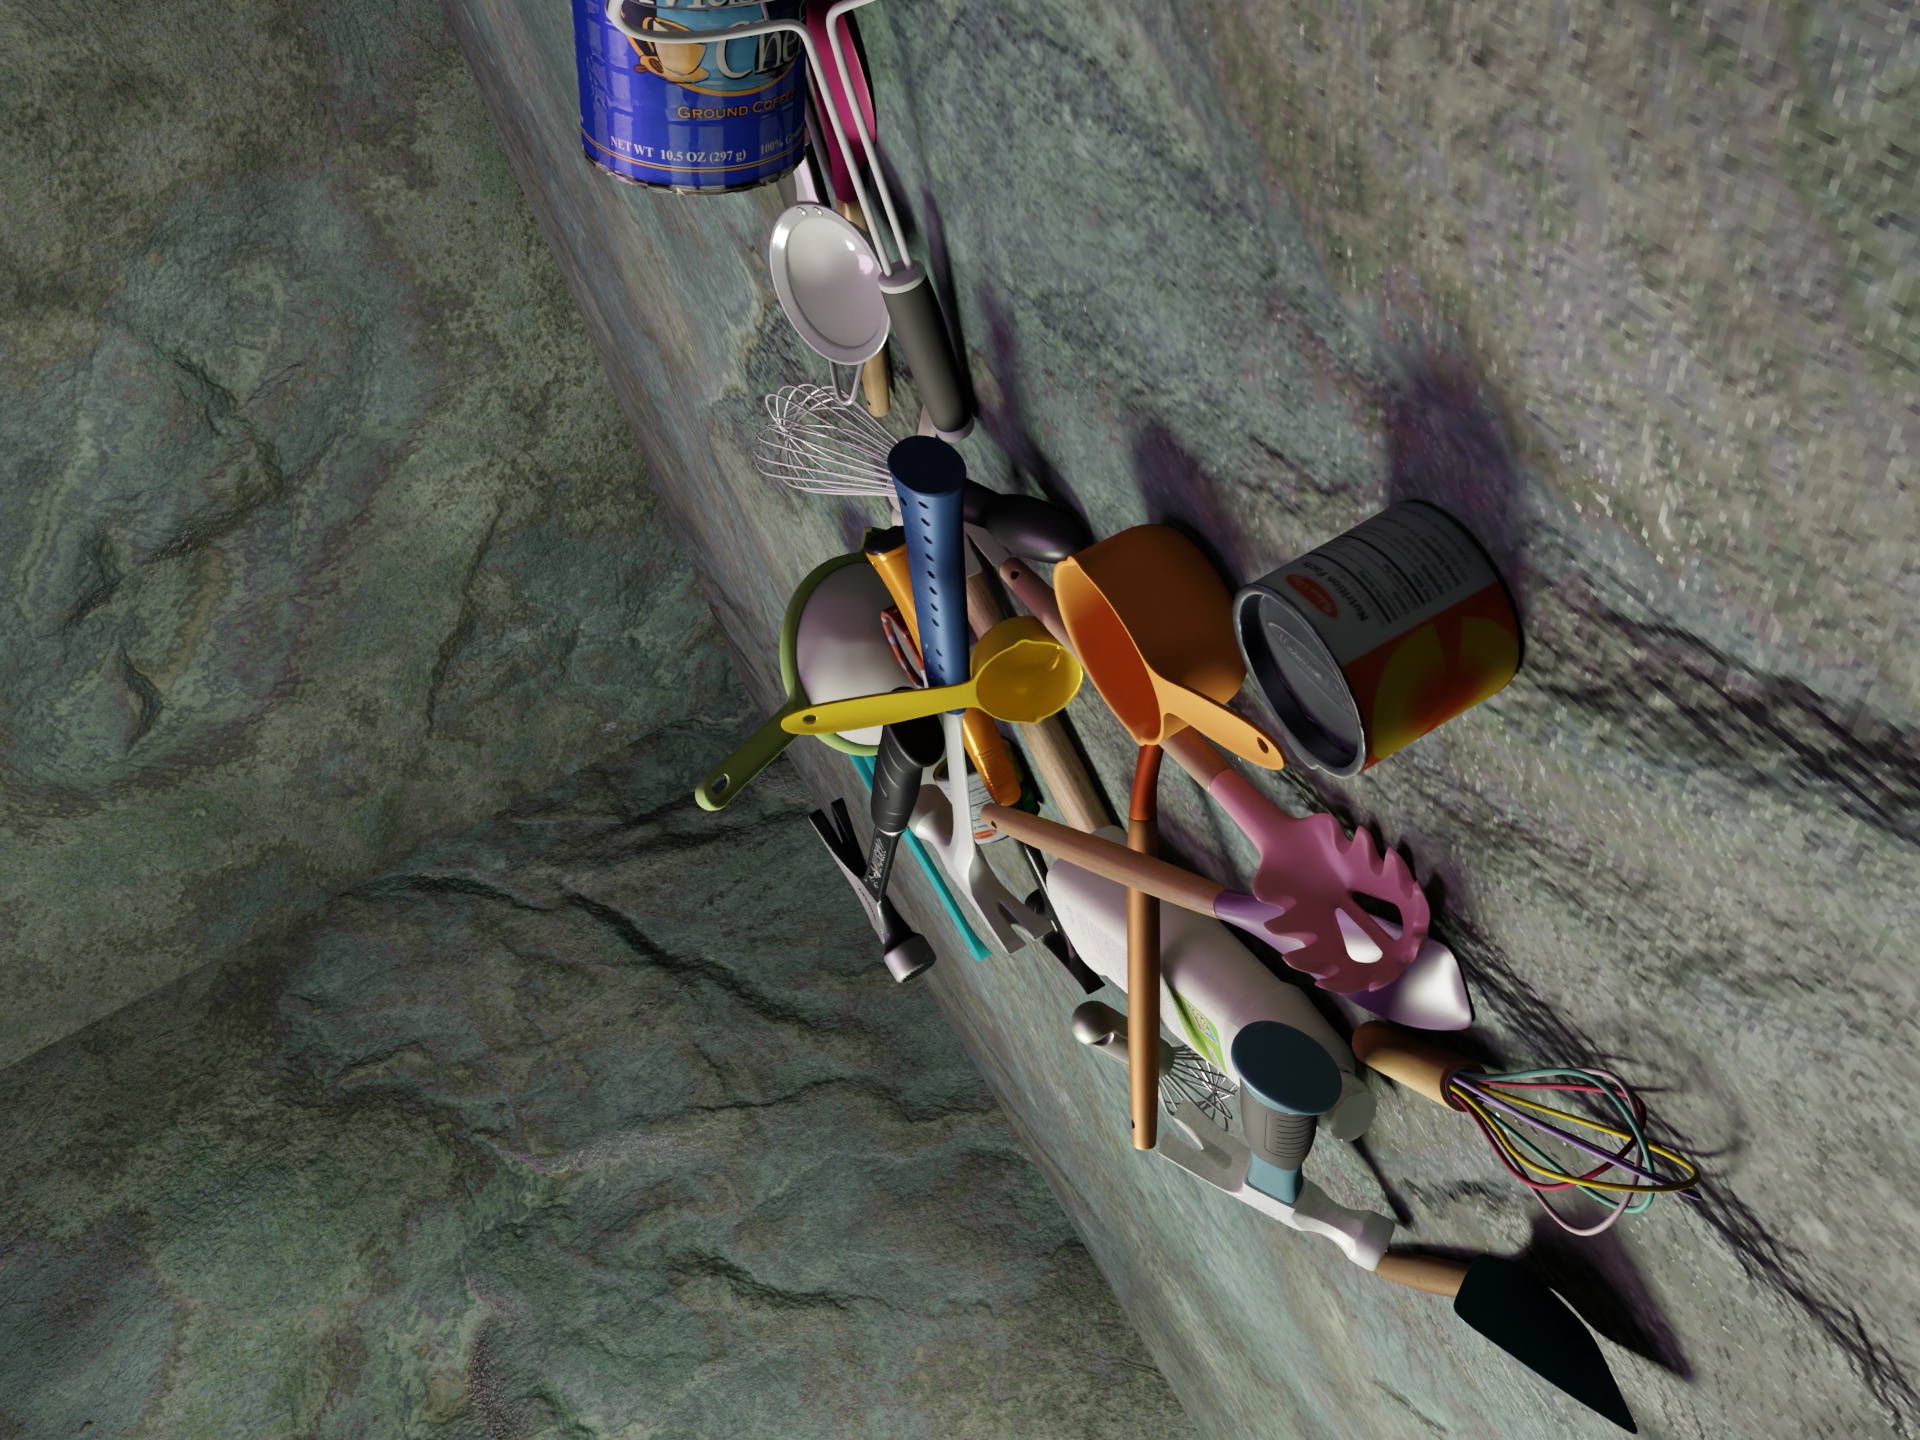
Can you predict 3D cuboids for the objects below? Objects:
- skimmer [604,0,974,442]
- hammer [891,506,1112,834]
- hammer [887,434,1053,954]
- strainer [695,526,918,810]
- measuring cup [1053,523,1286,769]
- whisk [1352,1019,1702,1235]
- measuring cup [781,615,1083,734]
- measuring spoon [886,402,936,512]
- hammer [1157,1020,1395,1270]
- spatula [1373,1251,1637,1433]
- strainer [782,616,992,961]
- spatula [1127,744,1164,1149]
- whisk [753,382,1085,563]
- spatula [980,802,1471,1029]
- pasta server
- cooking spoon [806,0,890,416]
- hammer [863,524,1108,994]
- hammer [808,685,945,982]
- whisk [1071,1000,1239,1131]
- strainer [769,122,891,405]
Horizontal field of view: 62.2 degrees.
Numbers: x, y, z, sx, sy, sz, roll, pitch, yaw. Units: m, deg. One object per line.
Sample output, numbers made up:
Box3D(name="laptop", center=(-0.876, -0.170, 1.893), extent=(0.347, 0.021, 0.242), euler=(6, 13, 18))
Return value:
Box3D(name="skimmer", center=(-0.039, -0.216, 0.696), extent=(0.363, 0.127, 0.090), euler=(65, -165, -60))
Box3D(name="hammer", center=(0.050, 0.000, 1.012), extent=(0.331, 0.031, 0.130), euler=(63, 171, -8))
Box3D(name="hammer", center=(-0.001, -0.003, 0.919), extent=(0.144, 0.035, 0.405), euler=(52, 162, 30))
Box3D(name="strainer", center=(-0.084, -0.019, 1.129), extent=(0.069, 0.256, 0.151), euler=(-4, 123, 47))
Box3D(name="measuring cup", center=(0.099, -0.026, 0.638), extent=(0.174, 0.052, 0.095), euler=(41, 157, 60))
Box3D(name="whisk", center=(0.200, 0.144, 0.613), extent=(0.051, 0.047, 0.245), euler=(61, 173, -3))
Box3D(name="measuring cup", center=(-0.016, -0.020, 0.816), extent=(0.062, 0.156, 0.029), euler=(79, -179, -46))
Box3D(name="measuring spoon", center=(-0.028, -0.162, 0.925), extent=(0.124, 0.018, 0.034), euler=(110, 148, -59))
Box3D(name="hammer", center=(0.152, 0.200, 0.753), extent=(0.128, 0.033, 0.330), euler=(23, 161, 20))
Box3D(name="spatula", center=(0.240, 0.283, 0.778), extent=(0.082, 0.044, 0.317), euler=(32, 167, 8))
Box3D(name="strainer", center=(-0.031, 0.040, 1.360), extent=(0.340, 0.095, 0.211), euler=(61, 173, -6))
Box3D(name="spatula", center=(0.086, 0.074, 0.828), extent=(0.081, 0.041, 0.322), euler=(-146, 53, -70))
Box3D(name="whisk", center=(-0.027, -0.136, 0.878), extent=(0.285, 0.070, 0.070), euler=(30, 149, 45))
Box3D(name="spatula", center=(0.108, 0.082, 0.754), extent=(0.316, 0.018, 0.059), euler=(18, 136, 52))
Box3D(name="pasta server", center=(0.098, 0.008, 0.709), extent=(0.040, 0.060, 0.317), euler=(34, -168, -47))
Box3D(name="cooking spoon", center=(-0.058, -0.268, 0.865), extent=(0.069, 0.017, 0.318), euler=(57, 168, 25))
Box3D(name="hammer", center=(0.020, 0.026, 1.046), extent=(0.336, 0.034, 0.127), euler=(65, 171, -23))
Box3D(name="hammer", center=(-0.050, 0.066, 1.065), extent=(0.149, 0.036, 0.408), euler=(58, 164, 15))
Box3D(name="whisk", center=(0.120, 0.205, 0.954), extent=(0.246, 0.058, 0.059), euler=(40, -157, -56))
Box3D(name="strainer", center=(-0.079, -0.282, 0.787), extent=(0.087, 0.050, 0.258), euler=(17, 139, 39))
